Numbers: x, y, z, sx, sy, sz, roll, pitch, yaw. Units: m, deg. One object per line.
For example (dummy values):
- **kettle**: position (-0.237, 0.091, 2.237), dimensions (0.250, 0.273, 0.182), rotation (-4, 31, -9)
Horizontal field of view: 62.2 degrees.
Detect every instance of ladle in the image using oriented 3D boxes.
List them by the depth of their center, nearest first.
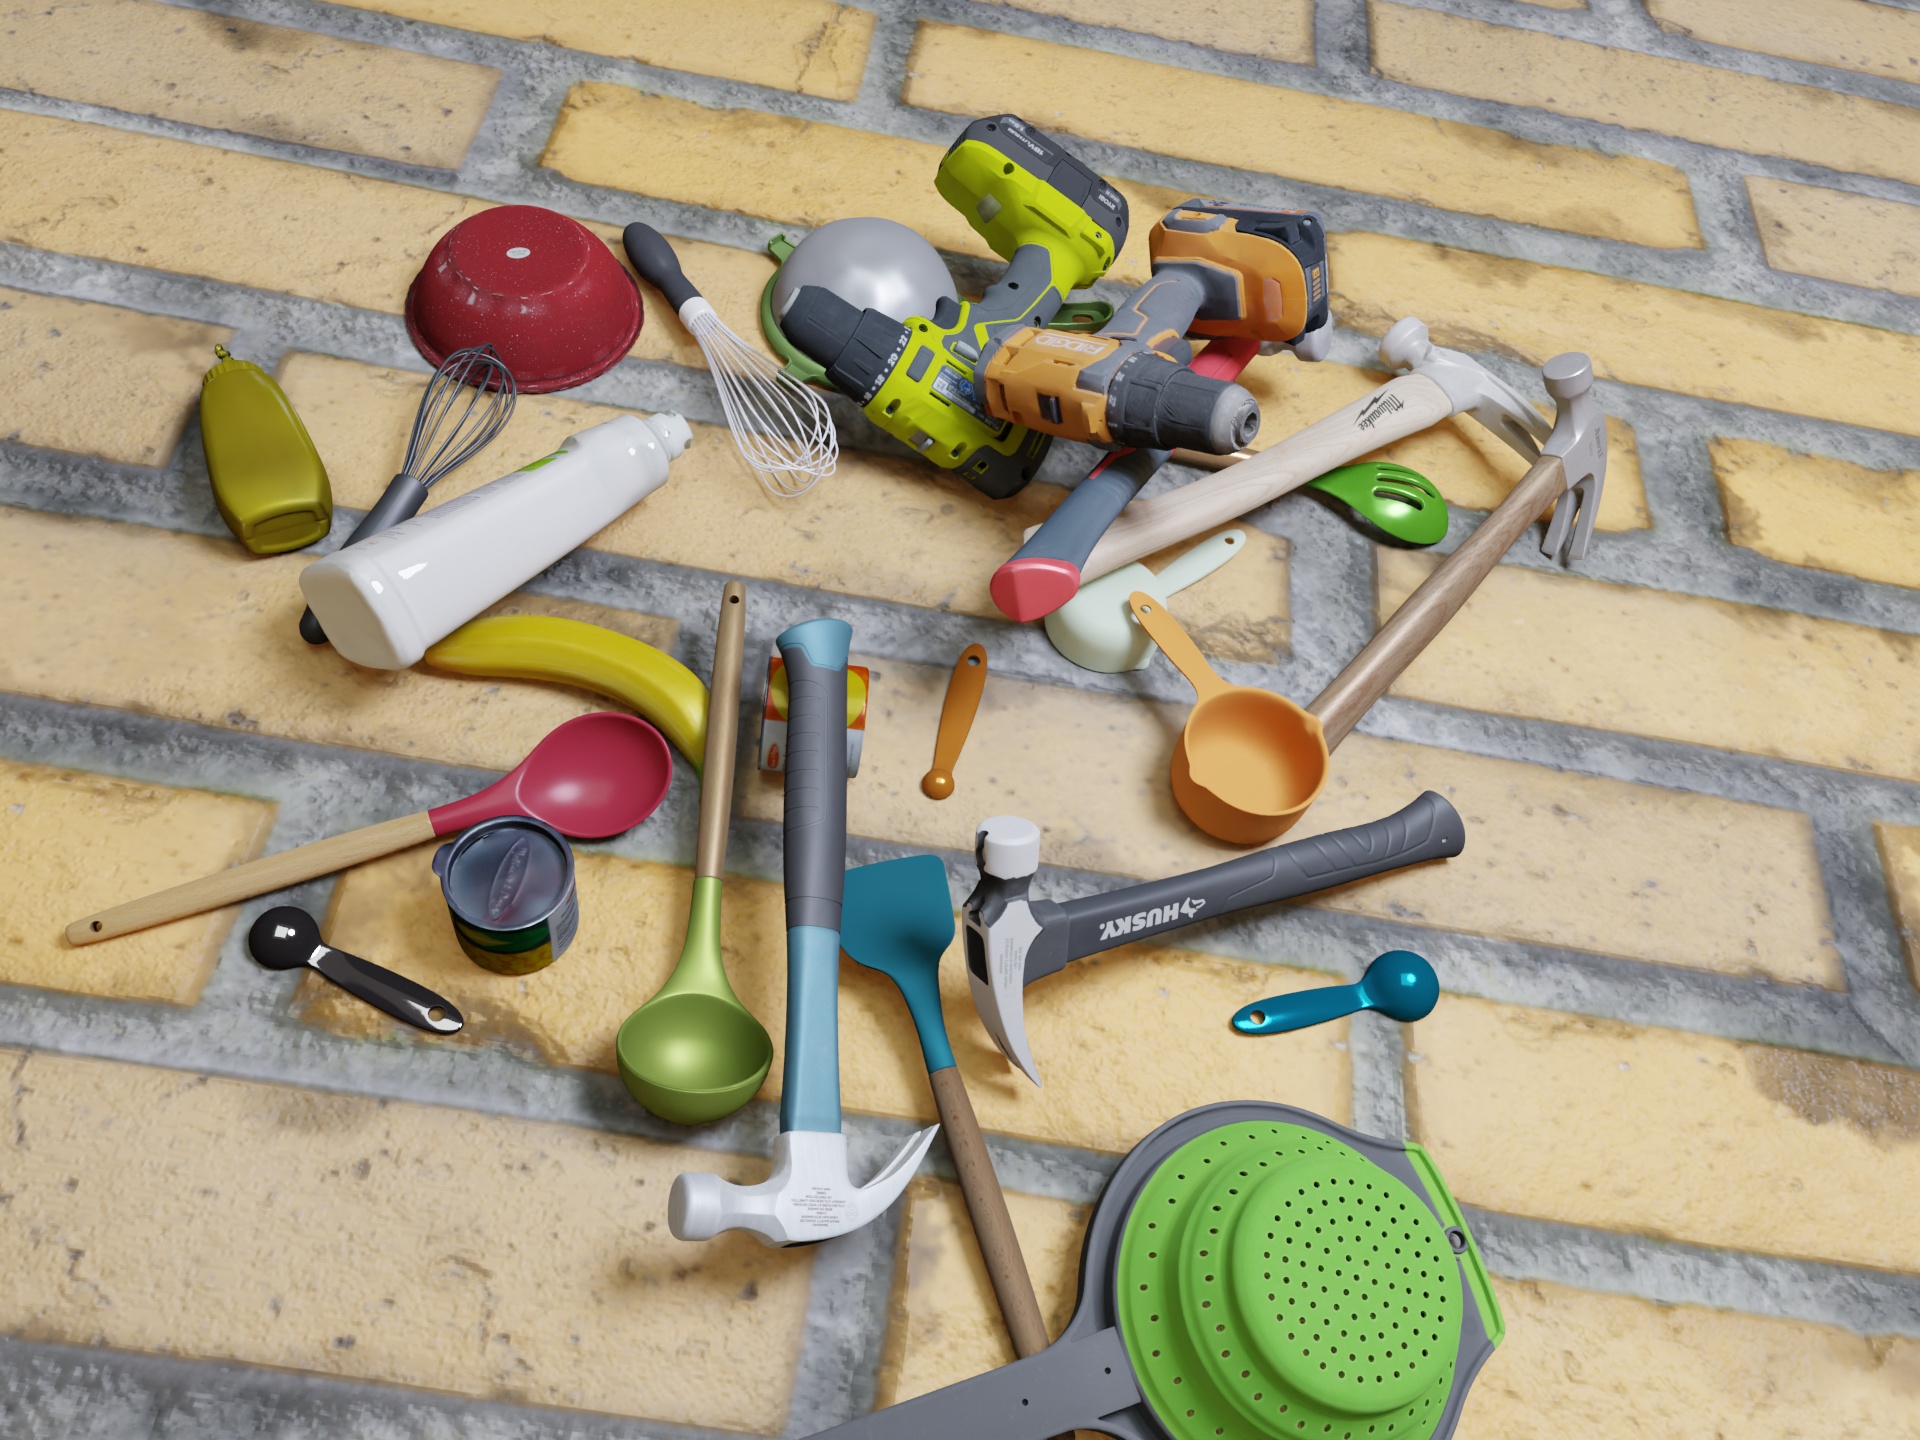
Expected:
- **ladle**: position (-0.309, 0.065, 0.852), dimensions (0.315, 0.031, 0.069), rotation (-17, 85, -16)
- **ladle**: position (-0.132, 0.057, 0.853), dimensions (0.078, 0.062, 0.320), rotation (7, 62, -12)

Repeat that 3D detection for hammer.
- **hammer**: position (-0.076, 0.094, 0.806), dimensions (0.128, 0.033, 0.331), rotation (13, 60, -27)
- **hammer**: position (0.151, 0.096, 0.875), dimensions (0.334, 0.146, 0.035), rotation (-11, 24, -29)
- **hammer**: position (0.106, -0.179, 1.008), dimensions (0.143, 0.038, 0.386), rotation (11, 40, 28)
- **hammer**: position (0.322, -0.090, 1.029), dimensions (0.331, 0.129, 0.031), rotation (-44, 39, -20)
- **hammer**: position (0.212, -0.159, 1.047), dimensions (0.410, 0.038, 0.146), rotation (-27, 59, -27)

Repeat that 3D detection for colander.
- **colander**: position (0.090, 0.284, 0.717), dimensions (0.397, 0.094, 0.205), rotation (-12, 66, -21)

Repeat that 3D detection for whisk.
- **whisk**: position (-0.340, -0.142, 0.979), dimensions (0.055, 0.055, 0.239), rotation (20, 60, 4)
- **whisk**: position (-0.162, -0.255, 1.076), dimensions (0.070, 0.070, 0.285), rotation (-23, 59, -23)

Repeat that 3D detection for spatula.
- **spatula**: position (-0.001, 0.208, 0.817), dimensions (0.082, 0.044, 0.318), rotation (-12, 64, -17)

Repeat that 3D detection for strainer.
- **strainer**: position (-0.012, -0.306, 1.125), dimensions (0.256, 0.069, 0.152), rotation (-1, 57, -9)

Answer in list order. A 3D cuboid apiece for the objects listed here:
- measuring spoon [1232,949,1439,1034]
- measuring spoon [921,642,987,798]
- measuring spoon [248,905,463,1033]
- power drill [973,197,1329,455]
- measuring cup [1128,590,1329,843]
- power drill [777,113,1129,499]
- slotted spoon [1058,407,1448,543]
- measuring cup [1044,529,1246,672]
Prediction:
- **measuring spoon**: position (0.212, 0.153, 0.887), dimensions (0.128, 0.021, 0.042), rotation (-9, 59, -17)
- **measuring spoon**: position (-0.002, -0.003, 0.961), dimensions (0.021, 0.011, 0.117), rotation (16, 56, 1)
- **measuring spoon**: position (-0.310, 0.128, 0.817), dimensions (0.124, 0.018, 0.034), rotation (25, 56, 6)
- **power drill**: position (0.144, -0.238, 0.982), dimensions (0.185, 0.084, 0.226), rotation (22, 50, 37)
- **measuring cup**: position (0.147, -0.002, 0.962), dimensions (0.095, 0.052, 0.174), rotation (-23, 62, -23)
- **power drill**: position (0.001, -0.284, 1.057), dimensions (0.190, 0.080, 0.229), rotation (32, 69, -16)
- **slotted spoon**: position (0.190, -0.181, 1.104), dimensions (0.314, 0.031, 0.070), rotation (13, 51, 1)
- **measuring cup**: position (0.128, -0.093, 1.026), dimensions (0.167, 0.038, 0.083), rotation (-32, 67, -24)
